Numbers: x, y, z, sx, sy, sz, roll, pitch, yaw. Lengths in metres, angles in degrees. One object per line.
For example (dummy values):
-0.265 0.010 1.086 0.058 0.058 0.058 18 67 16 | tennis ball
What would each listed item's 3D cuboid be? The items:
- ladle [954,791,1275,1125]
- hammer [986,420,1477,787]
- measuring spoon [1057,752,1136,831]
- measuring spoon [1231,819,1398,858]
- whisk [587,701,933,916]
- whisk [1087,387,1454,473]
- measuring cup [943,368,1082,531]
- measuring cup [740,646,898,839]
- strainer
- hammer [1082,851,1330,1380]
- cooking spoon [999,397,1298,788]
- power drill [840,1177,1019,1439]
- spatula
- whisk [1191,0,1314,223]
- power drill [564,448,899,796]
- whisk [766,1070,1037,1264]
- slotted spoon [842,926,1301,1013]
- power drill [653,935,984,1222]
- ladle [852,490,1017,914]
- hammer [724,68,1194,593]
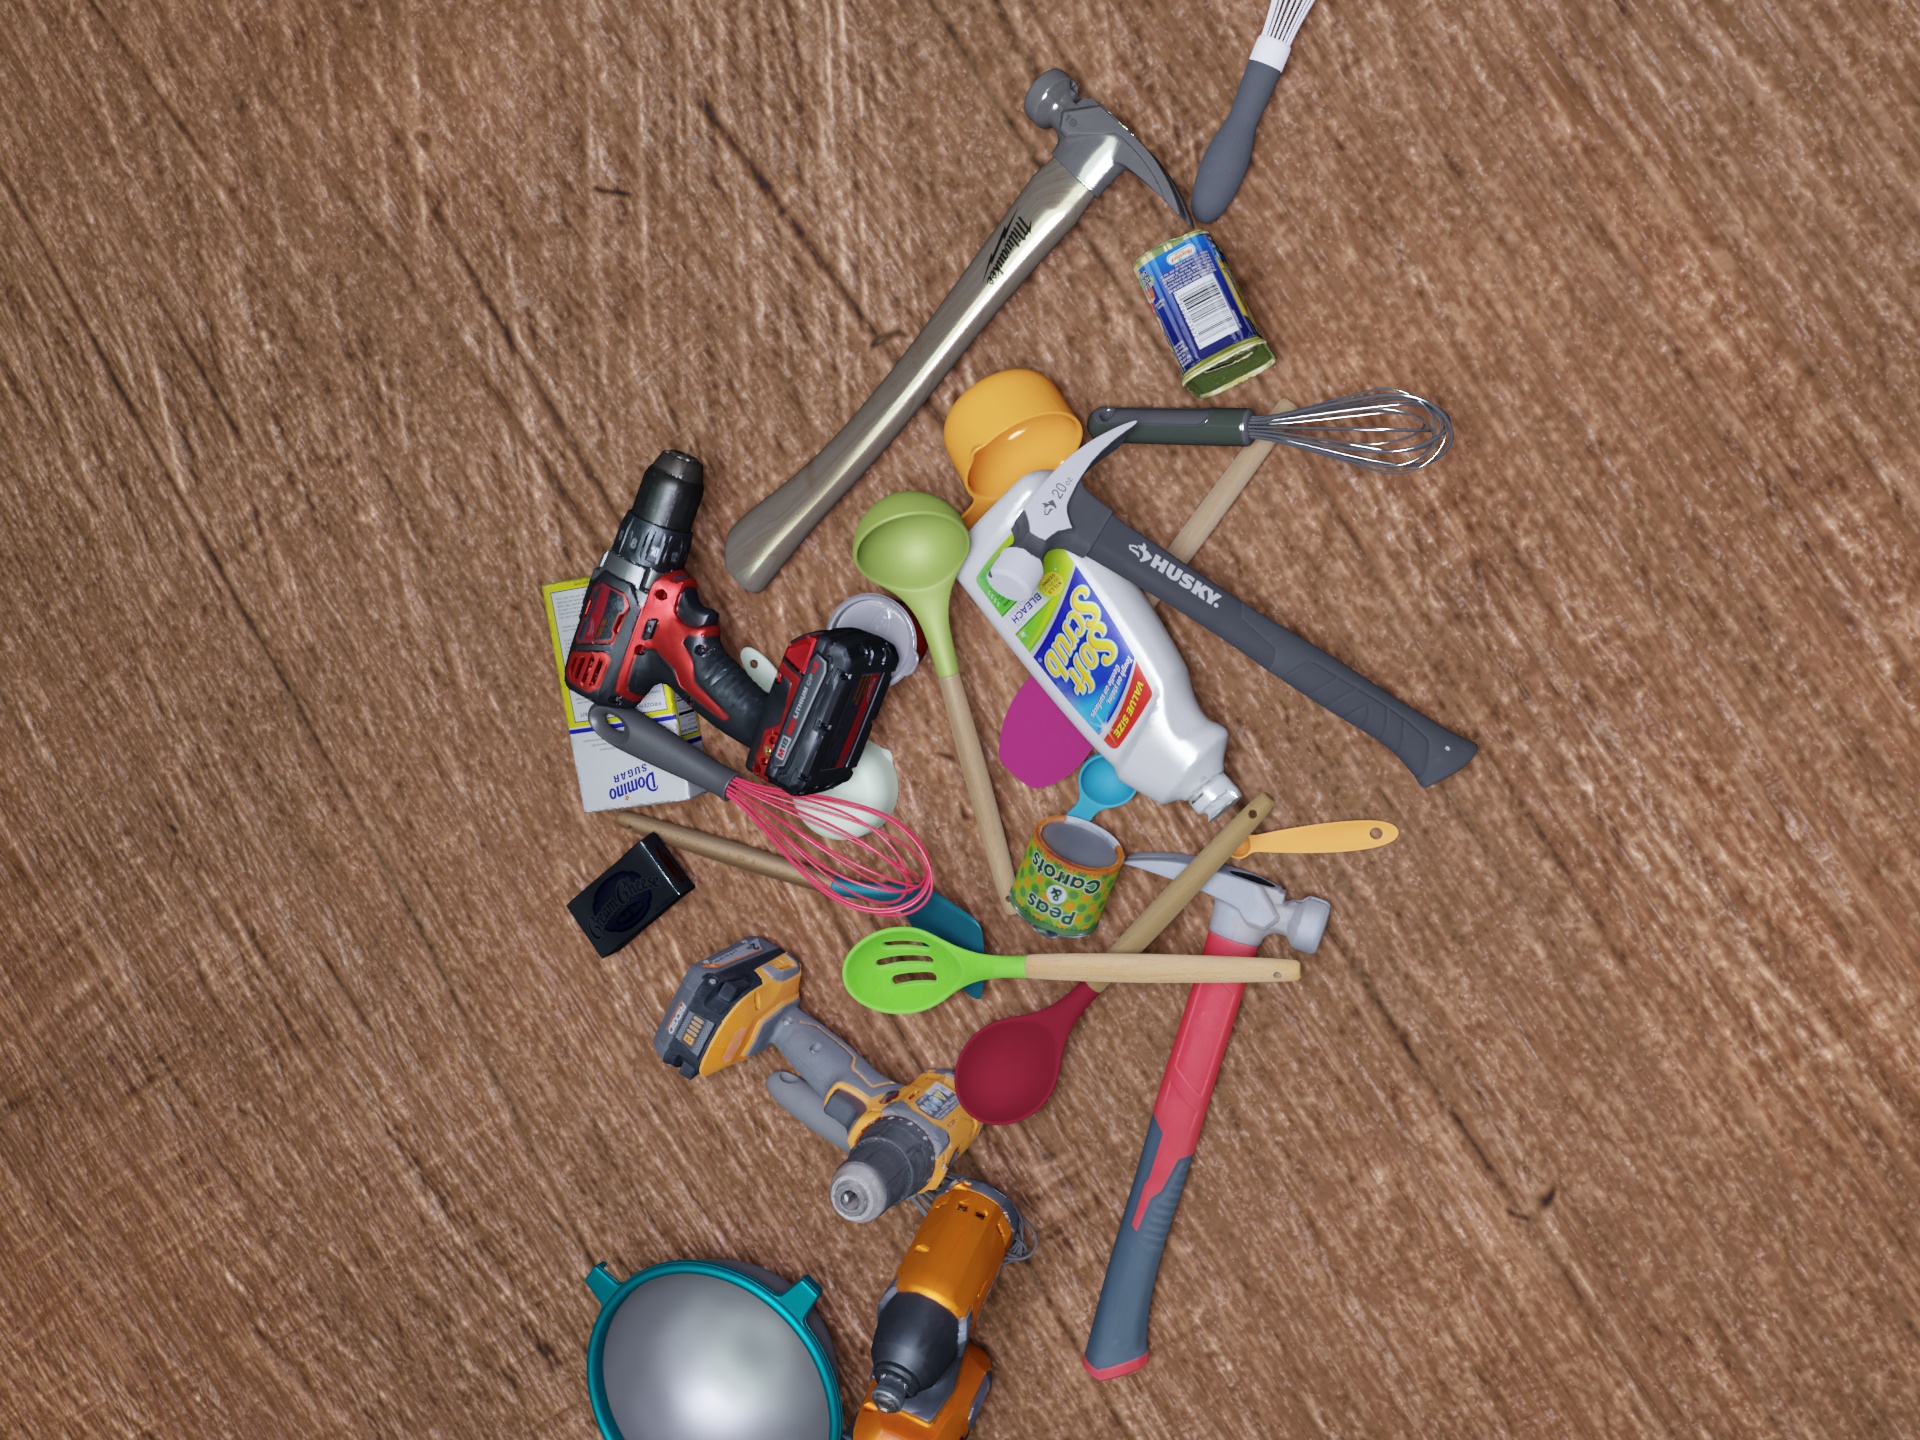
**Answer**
0.106 0.163 1.090 0.069 0.031 0.315 44 110 10 | ladle
0.190 -0.061 1.030 0.334 0.035 0.146 32 67 -4 | hammer
0.080 0.069 1.130 0.042 0.021 0.128 32 115 -10 | measuring spoon
0.239 0.080 1.085 0.117 0.011 0.021 -6 95 14 | measuring spoon
-0.146 0.055 1.133 0.296 0.073 0.073 27 104 17 | whisk
0.194 -0.190 1.027 0.246 0.058 0.059 7 143 30 | whisk
0.009 -0.172 1.096 0.173 0.095 0.052 -45 61 39 | measuring cup
-0.114 0.015 1.166 0.083 0.038 0.167 -39 87 17 | measuring cup
-0.164 0.558 1.223 0.211 0.095 0.340 -4 98 20 | strainer
0.136 0.285 1.126 0.143 0.038 0.386 18 102 15 | hammer
0.129 -0.085 1.091 0.069 0.017 0.319 41 107 19 | cooking spoon
-0.026 0.444 1.095 0.084 0.164 0.226 19 129 14 | power drill
-0.122 0.121 1.179 0.317 0.044 0.082 15 133 17 | spatula
0.210 -0.454 1.006 0.070 0.070 0.284 26 109 12 | whisk
-0.159 -0.067 1.100 0.227 0.080 0.188 27 103 19 | power drill
-0.047 0.330 1.186 0.239 0.055 0.055 31 105 16 | whisk
0.071 0.168 1.076 0.314 0.031 0.070 -2 114 18 | slotted spoon
-0.105 0.256 1.121 0.226 0.185 0.084 32 106 14 | power drill
-0.002 -0.003 1.087 0.078 0.062 0.320 -13 109 6 | ladle
-0.020 -0.238 1.096 0.410 0.038 0.146 -47 69 19 | hammer
